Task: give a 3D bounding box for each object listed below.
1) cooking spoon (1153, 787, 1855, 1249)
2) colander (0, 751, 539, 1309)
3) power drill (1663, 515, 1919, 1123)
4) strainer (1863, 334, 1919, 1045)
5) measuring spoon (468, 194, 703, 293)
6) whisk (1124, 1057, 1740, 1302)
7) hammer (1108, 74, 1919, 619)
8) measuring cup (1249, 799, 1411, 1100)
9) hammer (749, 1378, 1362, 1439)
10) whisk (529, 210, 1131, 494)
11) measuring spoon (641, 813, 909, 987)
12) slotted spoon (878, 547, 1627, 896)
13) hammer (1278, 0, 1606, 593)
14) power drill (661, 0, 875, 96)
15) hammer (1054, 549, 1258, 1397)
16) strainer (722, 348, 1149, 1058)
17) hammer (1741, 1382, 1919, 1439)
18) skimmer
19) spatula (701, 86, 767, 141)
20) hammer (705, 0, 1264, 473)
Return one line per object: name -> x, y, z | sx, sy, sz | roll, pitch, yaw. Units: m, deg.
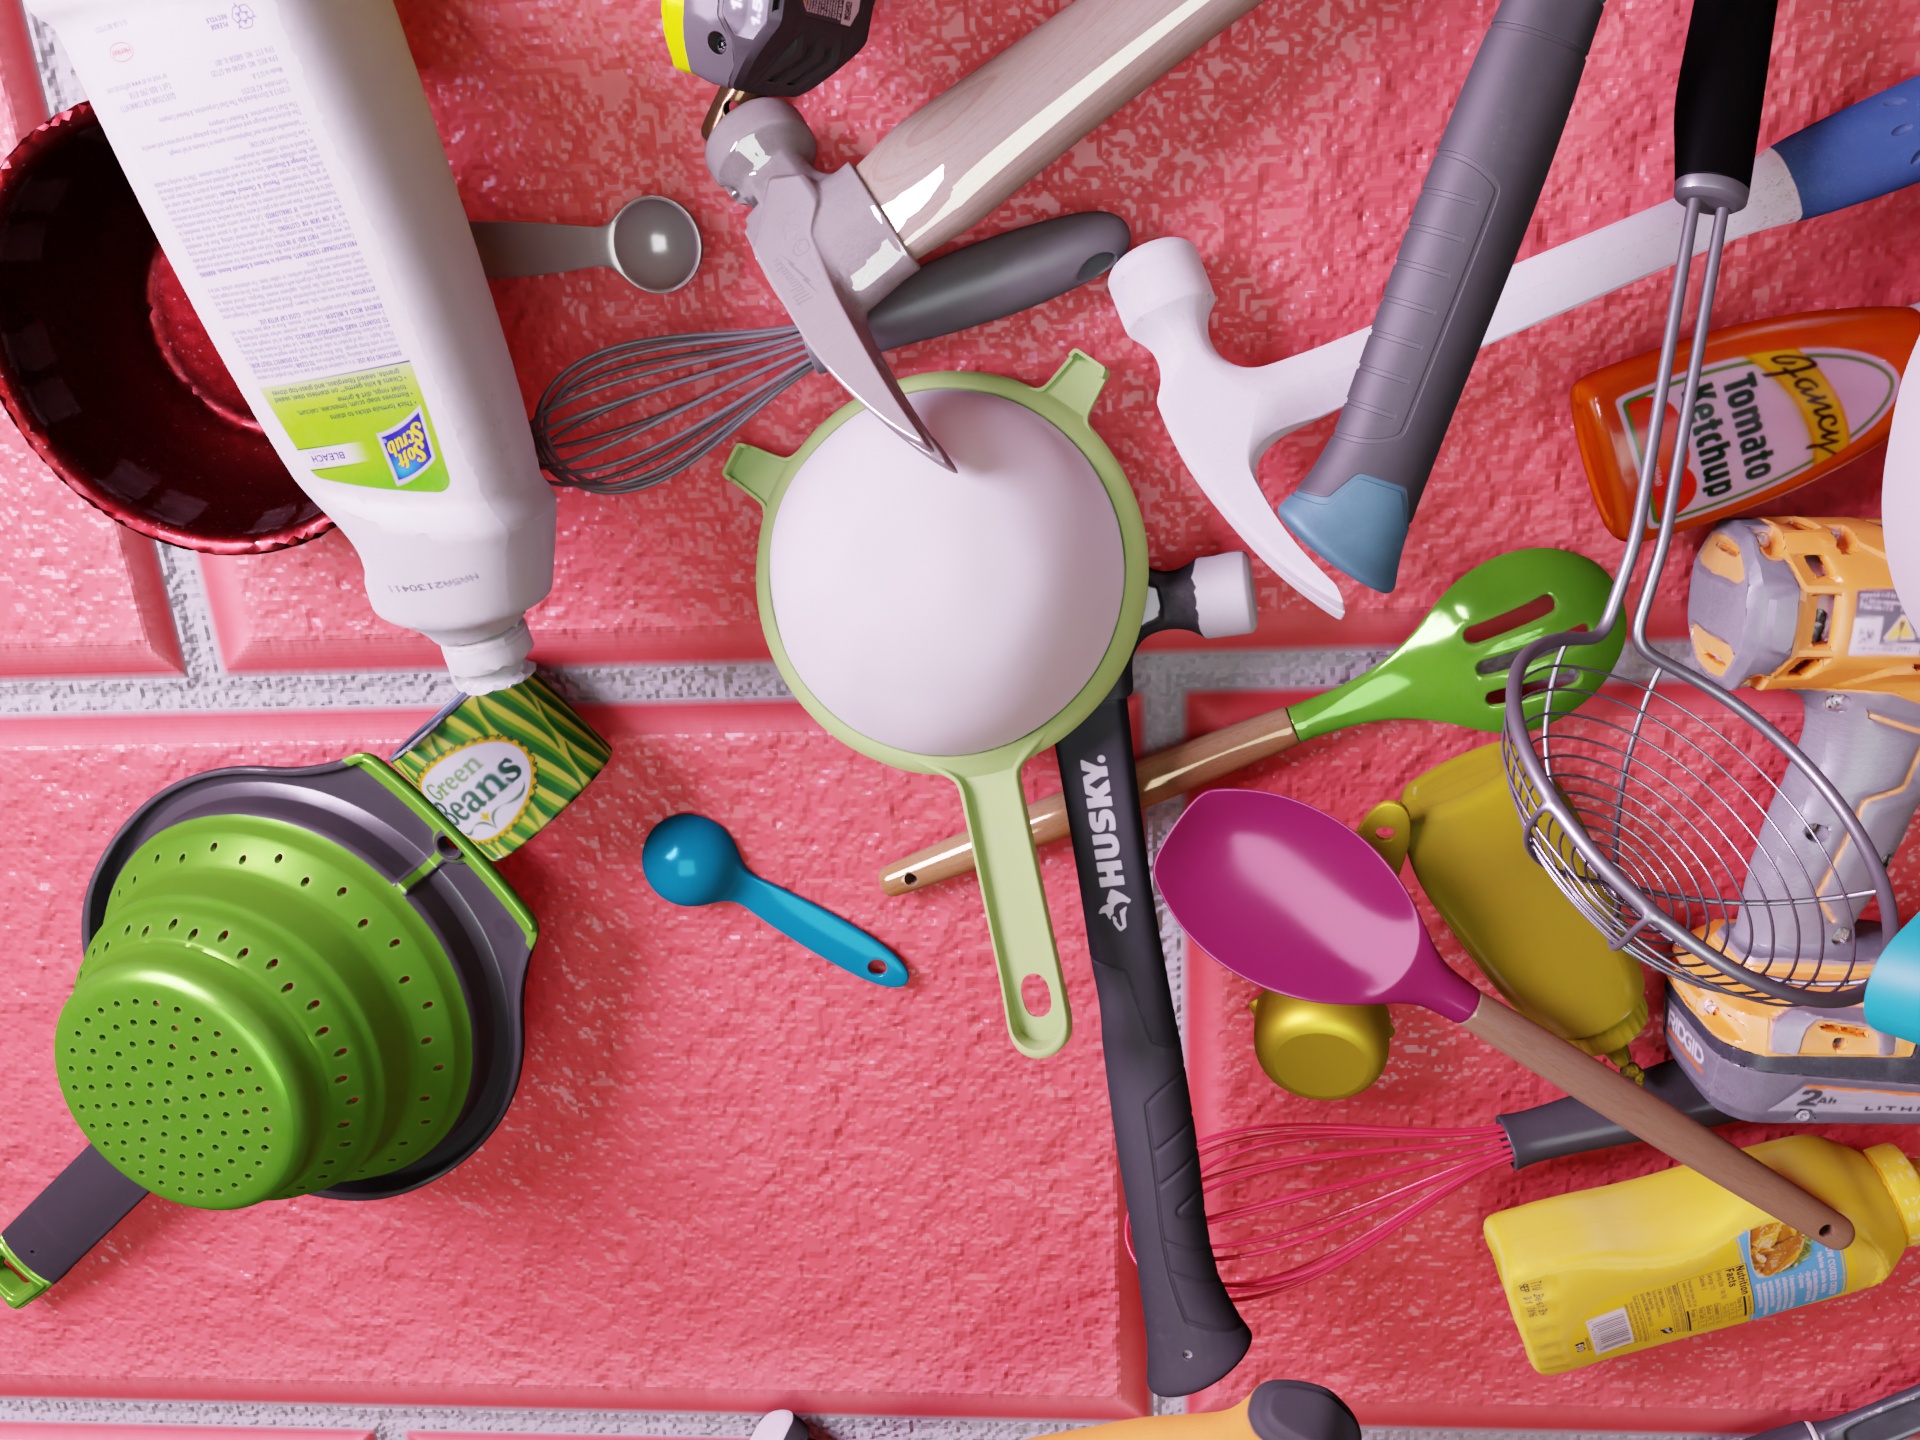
cooking spoon -> 0.212, 0.121, 0.601 | 0.319, 0.017, 0.068 | 31, 99, -8
colander -> -0.348, 0.177, 0.681 | 0.397, 0.094, 0.204 | -40, 96, 24
power drill -> 0.364, 0.033, 0.592 | 0.185, 0.084, 0.226 | -1, 107, 3
strainer -> 0.294, -0.044, 0.442 | 0.340, 0.095, 0.210 | -42, 125, -25
measuring spoon -> -0.152, -0.175, 0.587 | 0.124, 0.018, 0.034 | 2, 112, 11
whisk -> 0.212, 0.183, 0.674 | 0.296, 0.073, 0.073 | -17, 110, 5
hammer -> 0.261, -0.166, 0.522 | 0.405, 0.035, 0.144 | -22, 81, 9
measuring cup -> 0.155, 0.097, 0.636 | 0.062, 0.029, 0.156 | 10, 130, 7
hammer -> 0.040, 0.330, 0.687 | 0.127, 0.034, 0.337 | 44, 135, -13
whisk -> -0.052, -0.134, 0.577 | 0.239, 0.055, 0.055 | -18, 109, 7
measuring spoon -> -0.079, 0.084, 0.677 | 0.128, 0.021, 0.042 | 30, 111, -6
slotted spoon -> 0.109, 0.013, 0.631 | 0.314, 0.031, 0.070 | -22, 103, 14
hammer -> 0.166, -0.198, 0.462 | 0.128, 0.033, 0.331 | 15, 106, -9
power drill -> -0.138, -0.276, 0.496 | 0.223, 0.080, 0.171 | 17, 112, 12
hammer -> 0.062, 0.107, 0.627 | 0.146, 0.035, 0.334 | -7, 98, 14
strainer -> -0.001, -0.002, 0.565 | 0.151, 0.069, 0.256 | -12, 88, 14
hammer -> 0.405, 0.325, 0.726 | 0.409, 0.036, 0.149 | -32, 105, 16
skimmer -> 0.231, -0.103, 0.458 | 0.127, 0.090, 0.363 | 13, 84, -20
spatula -> -0.003, -0.320, 0.497 | 0.082, 0.044, 0.317 | 31, 112, -11
hammer -> 0.111, -0.246, 0.493 | 0.410, 0.038, 0.146 | -34, 72, 13
